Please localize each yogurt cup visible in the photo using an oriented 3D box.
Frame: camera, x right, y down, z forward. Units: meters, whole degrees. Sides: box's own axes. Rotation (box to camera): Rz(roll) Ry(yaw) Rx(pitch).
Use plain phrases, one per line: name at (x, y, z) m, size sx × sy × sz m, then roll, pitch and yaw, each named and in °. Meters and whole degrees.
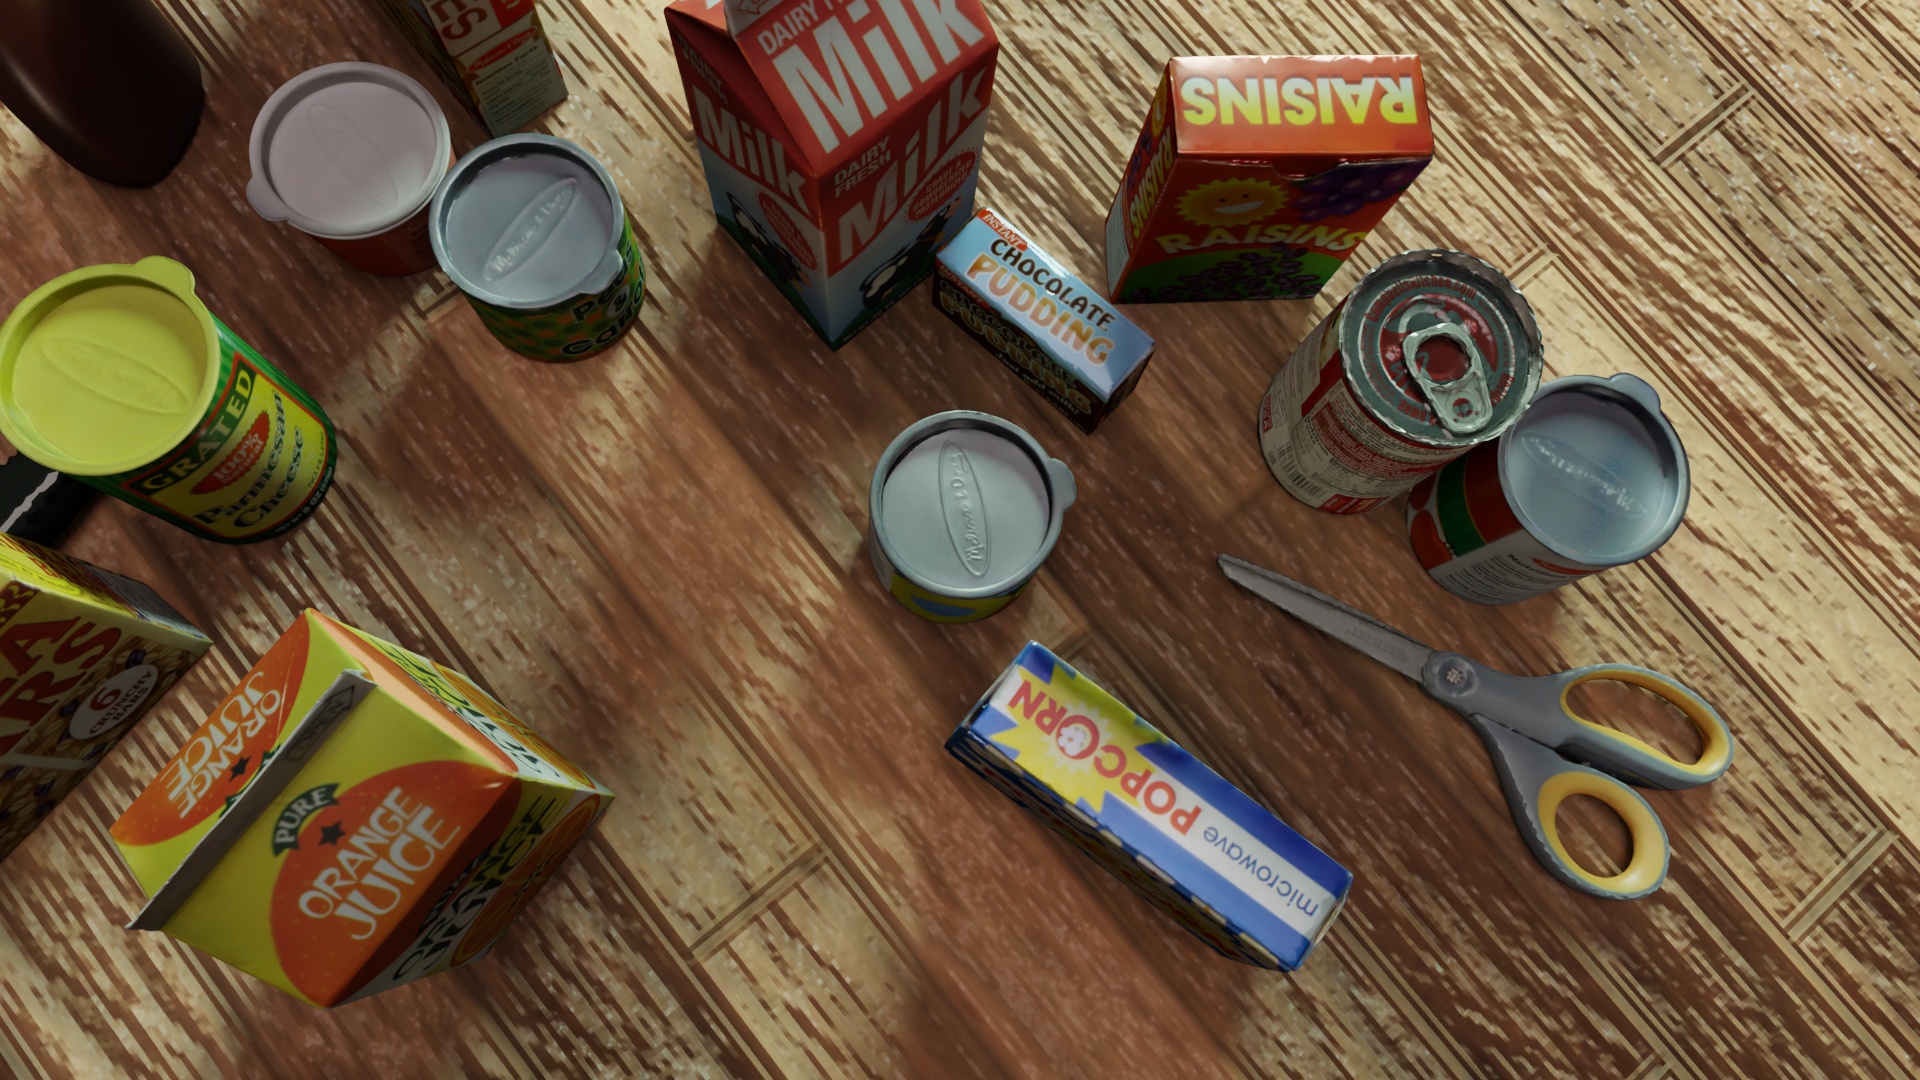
yogurt cup at (-0.216, -0.132, 0.510) m, size 0.072 × 0.054 × 0.072 m, roll 1°, pitch 77°, yaw -4°

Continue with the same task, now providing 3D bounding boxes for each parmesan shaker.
parmesan shaker at (-0.256, -0.043, 0.461) m, size 0.071 × 0.103 × 0.071 m, roll 1°, pitch 77°, yaw -4°

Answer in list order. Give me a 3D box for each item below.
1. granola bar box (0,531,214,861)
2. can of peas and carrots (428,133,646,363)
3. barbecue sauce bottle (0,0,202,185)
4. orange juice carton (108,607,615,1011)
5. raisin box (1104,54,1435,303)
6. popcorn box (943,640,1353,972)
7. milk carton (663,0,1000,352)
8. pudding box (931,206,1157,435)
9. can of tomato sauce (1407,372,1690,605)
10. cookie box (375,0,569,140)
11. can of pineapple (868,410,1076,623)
granola bar box at (-0.327, 0.073, 0.419) m, size 0.039 × 0.124 × 0.166 m, roll 39°, pitch 77°, yaw 5°
can of peas and carrots at (-0.149, -0.103, 0.506) m, size 0.071 × 0.058 × 0.071 m, roll 1°, pitch 77°, yaw -4°
barbecue sauce bottle at (-0.311, -0.179, 0.465) m, size 0.044 × 0.148 × 0.065 m, roll 12°, pitch 77°, yaw -2°
orange juice carton at (-0.164, 0.076, 0.395) m, size 0.073 × 0.192 × 0.072 m, roll 37°, pitch 78°, yaw 4°
raisin box at (0.103, -0.125, 0.497) m, size 0.086 × 0.123 × 0.040 m, roll -1°, pitch 78°, yaw -5°
popcorn box at (0.058, 0.090, 0.464) m, size 0.127 × 0.085 × 0.038 m, roll 36°, pitch 78°, yaw 4°
milk carton at (-0.041, -0.139, 0.455) m, size 0.072 × 0.190 × 0.073 m, roll -40°, pitch 83°, yaw -11°
pudding box at (0.030, -0.082, 0.520) m, size 0.084 × 0.049 × 0.030 m, roll 41°, pitch 78°, yaw 5°
can of tomato sauce at (0.208, -0.017, 0.501) m, size 0.071 × 0.083 × 0.071 m, roll 1°, pitch 77°, yaw -4°
cookie box at (-0.201, -0.230, 0.476) m, size 0.040 × 0.167 × 0.123 m, roll -38°, pitch 83°, yaw -11°
can of pineapple at (0.002, -0.006, 0.496) m, size 0.071 × 0.057 × 0.071 m, roll 1°, pitch 77°, yaw -4°
